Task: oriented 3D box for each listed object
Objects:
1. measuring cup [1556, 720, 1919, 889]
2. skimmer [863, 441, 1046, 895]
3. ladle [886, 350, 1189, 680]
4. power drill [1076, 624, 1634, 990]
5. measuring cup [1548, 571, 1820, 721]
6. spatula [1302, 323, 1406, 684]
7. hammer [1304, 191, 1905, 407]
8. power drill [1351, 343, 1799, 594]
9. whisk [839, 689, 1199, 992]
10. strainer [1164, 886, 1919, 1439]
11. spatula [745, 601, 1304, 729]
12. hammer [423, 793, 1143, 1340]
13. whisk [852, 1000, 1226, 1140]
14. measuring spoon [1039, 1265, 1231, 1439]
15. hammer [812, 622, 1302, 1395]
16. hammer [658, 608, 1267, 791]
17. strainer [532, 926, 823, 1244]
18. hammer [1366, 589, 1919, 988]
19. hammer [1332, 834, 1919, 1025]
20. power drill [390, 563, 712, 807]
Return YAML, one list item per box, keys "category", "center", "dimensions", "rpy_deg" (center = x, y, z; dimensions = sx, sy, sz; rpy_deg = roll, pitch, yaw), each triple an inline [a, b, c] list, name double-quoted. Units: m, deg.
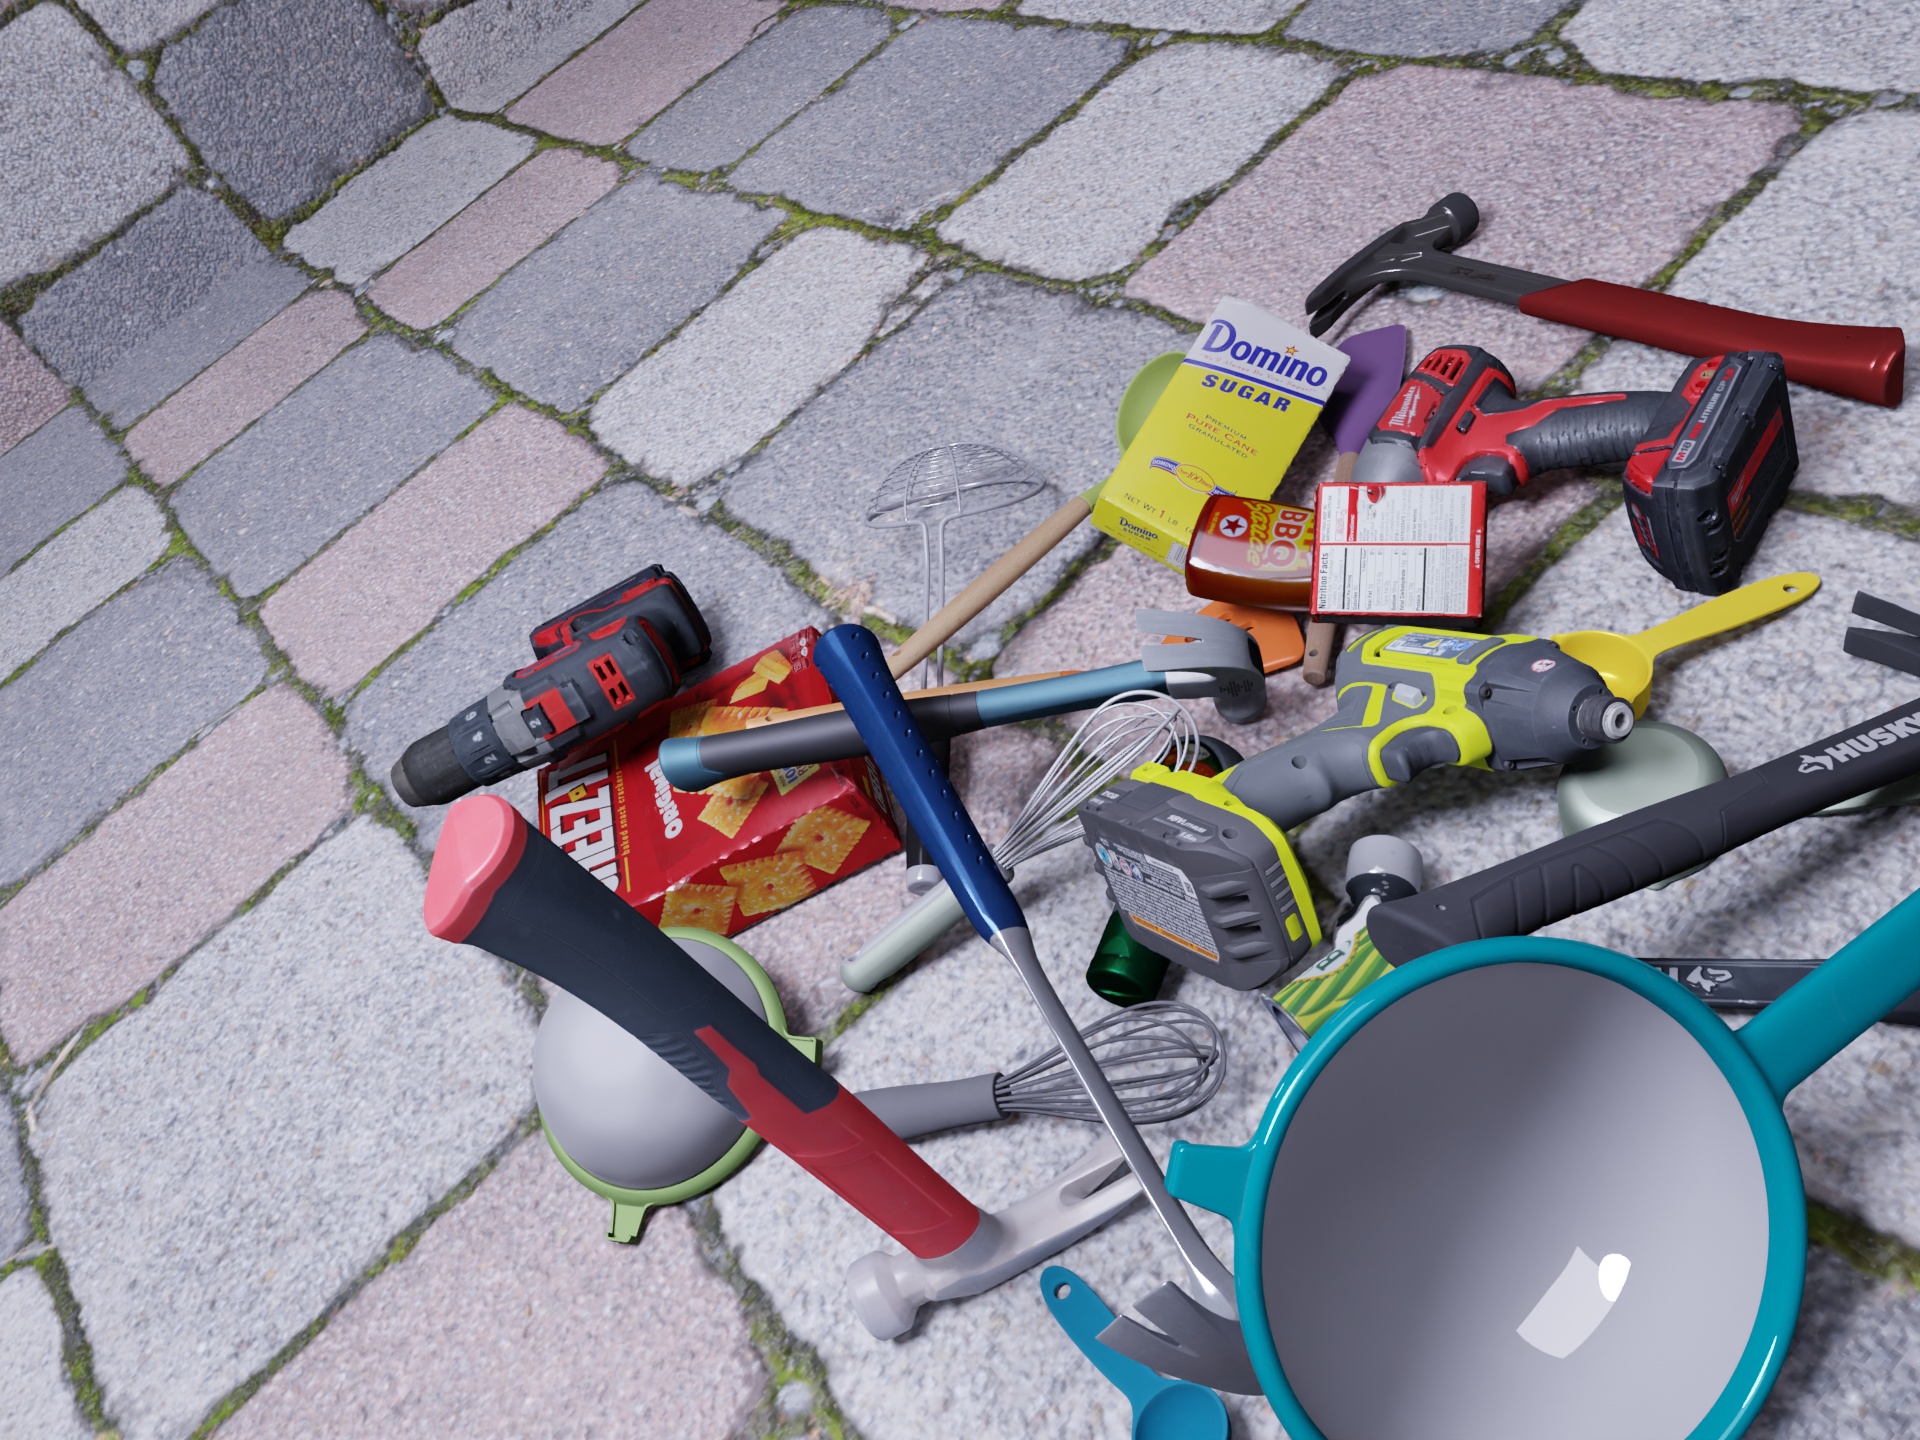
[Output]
- category: "measuring cup"
  center: [0.355, 0.027, 0.715]
  dimensions: [0.167, 0.038, 0.083]
  rpy_deg: [-10, 46, 27]
- category: "skimmer"
  center: [-0.007, -0.042, 1.020]
  dimensions: [0.127, 0.090, 0.364]
  rpy_deg: [-8, 56, 14]
- category: "ladle"
  center: [0.056, -0.132, 1.006]
  dimensions: [0.320, 0.062, 0.078]
  rpy_deg: [-42, 31, -27]
- category: "power drill"
  center: [0.182, 0.028, 0.739]
  dimensions: [0.223, 0.080, 0.171]
  rpy_deg: [-30, 18, -17]
- category: "measuring cup"
  center: [0.358, -0.035, 0.794]
  dimensions: [0.156, 0.029, 0.062]
  rpy_deg: [-22, 41, -5]
- category: "spatula"
  center: [0.234, -0.142, 0.974]
  dimensions: [0.060, 0.018, 0.316]
  rpy_deg: [-9, 45, 31]
- category: "hammer"
  center: [0.383, -0.244, 0.960]
  dimensions: [0.149, 0.036, 0.359]
  rpy_deg: [-38, 41, -16]
- category: "power drill"
  center: [0.324, -0.141, 0.876]
  dimensions: [0.220, 0.078, 0.143]
  rpy_deg: [15, 60, 44]
- category: "whisk"
  center: [0.025, 0.069, 0.840]
  dimensions: [0.246, 0.059, 0.058]
  rpy_deg: [-40, 7, 19]
- category: "strainer"
  center: [0.242, 0.147, 0.599]
  dimensions: [0.340, 0.211, 0.095]
  rpy_deg: [-33, 3, -10]
- category: "spatula"
  center: [0.035, -0.025, 0.926]
  dimensions: [0.322, 0.041, 0.081]
  rpy_deg: [-9, 42, -4]
- category: "hammer"
  center: [-0.053, 0.135, 0.601]
  dimensions: [0.143, 0.385, 0.038]
  rpy_deg: [-30, 46, 5]
- category: "whisk"
  center: [0.018, 0.180, 0.776]
  dimensions: [0.239, 0.055, 0.055]
  rpy_deg: [-17, 43, 24]
- category: "measuring spoon"
  center: [0.072, 0.276, 0.675]
  dimensions: [0.042, 0.021, 0.129]
  rpy_deg: [-42, 32, -9]
- category: "hammer"
  center: [0.024, 0.103, 0.700]
  dimensions: [0.035, 0.144, 0.406]
  rpy_deg: [-43, 54, 16]
- category: "hammer"
  center: [-0.001, -0.003, 0.864]
  dimensions: [0.331, 0.128, 0.033]
  rpy_deg: [-10, 71, 10]
- category: "strainer"
  center: [-0.204, 0.143, 0.867]
  dimensions: [0.151, 0.069, 0.257]
  rpy_deg: [-43, 64, -2]
- category: "hammer"
  center: [0.320, 0.033, 0.660]
  dimensions: [0.334, 0.035, 0.146]
  rpy_deg: [-19, 38, -13]
- category: "hammer"
  center: [0.351, 0.111, 0.642]
  dimensions: [0.409, 0.036, 0.149]
  rpy_deg: [-4, 50, 29]
- category: "power drill"
  center: [-0.261, -0.020, 1.045]
  dimensions: [0.188, 0.080, 0.227]
  rpy_deg: [-27, 13, 7]
